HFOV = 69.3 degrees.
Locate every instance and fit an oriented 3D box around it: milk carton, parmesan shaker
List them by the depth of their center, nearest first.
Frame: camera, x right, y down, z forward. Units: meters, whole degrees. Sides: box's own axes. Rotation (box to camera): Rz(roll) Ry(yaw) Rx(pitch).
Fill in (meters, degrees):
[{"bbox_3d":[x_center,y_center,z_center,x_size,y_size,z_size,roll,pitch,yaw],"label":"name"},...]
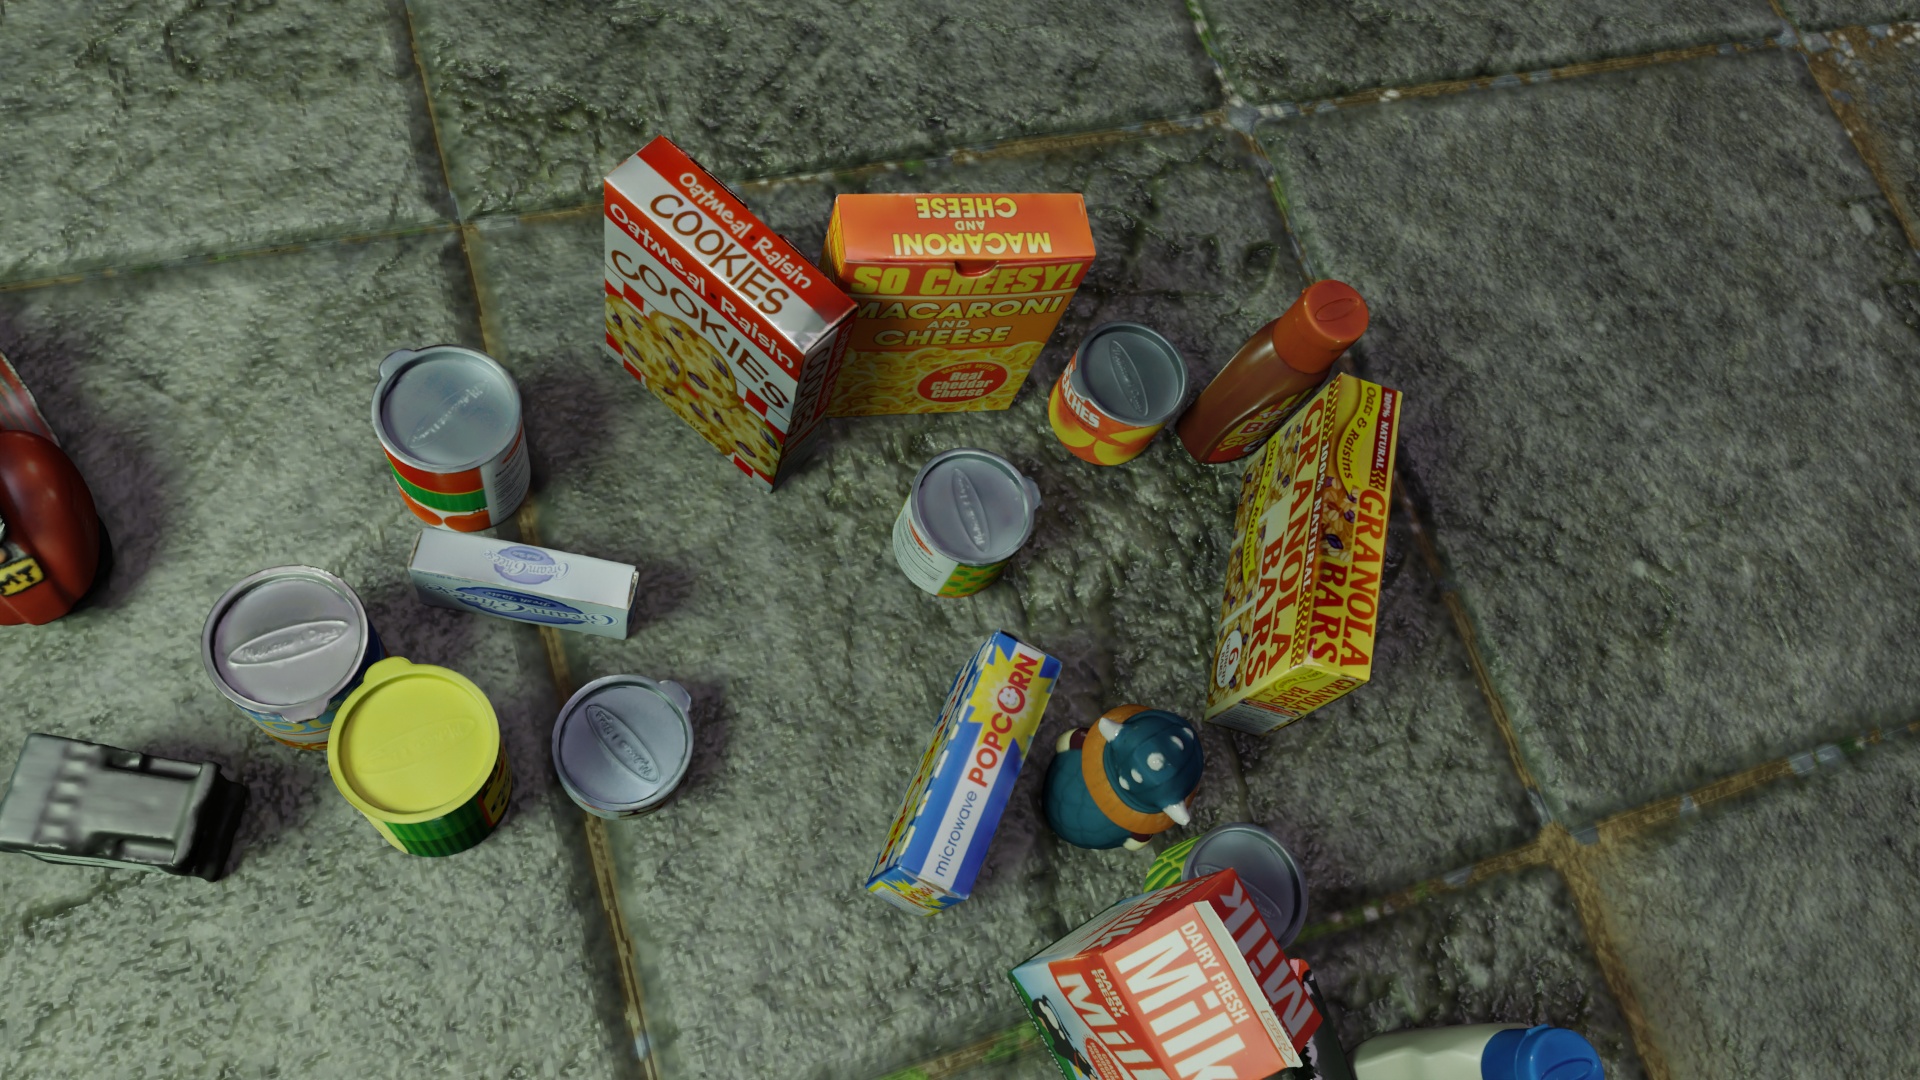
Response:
[{"bbox_3d":[0.090,0.198,0.611,0.074,0.189,0.072,-26,78,-21],"label":"milk carton"},{"bbox_3d":[-0.237,0.098,0.617,0.071,0.102,0.071,5,69,-12],"label":"parmesan shaker"}]

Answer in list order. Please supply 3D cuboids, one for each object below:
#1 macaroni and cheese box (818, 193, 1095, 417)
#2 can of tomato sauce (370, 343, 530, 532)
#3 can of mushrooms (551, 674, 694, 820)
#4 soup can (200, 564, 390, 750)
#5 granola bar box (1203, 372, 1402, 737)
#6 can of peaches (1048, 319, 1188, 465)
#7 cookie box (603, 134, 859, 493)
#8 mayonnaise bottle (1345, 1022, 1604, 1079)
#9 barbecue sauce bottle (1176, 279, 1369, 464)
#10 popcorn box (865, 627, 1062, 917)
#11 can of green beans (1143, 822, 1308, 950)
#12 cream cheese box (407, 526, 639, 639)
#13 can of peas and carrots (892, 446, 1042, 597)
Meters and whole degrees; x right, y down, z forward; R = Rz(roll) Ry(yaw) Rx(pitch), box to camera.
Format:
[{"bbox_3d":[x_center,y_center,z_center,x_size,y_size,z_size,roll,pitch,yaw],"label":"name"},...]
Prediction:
[{"bbox_3d":[-0.014,-0.117,0.721,0.124,0.165,0.040,-4,71,-15],"label":"macaroni and cheese box"},{"bbox_3d":[-0.249,-0.049,0.682,0.071,0.082,0.071,5,69,-12],"label":"can of tomato sauce"},{"bbox_3d":[-0.161,0.099,0.674,0.071,0.033,0.071,5,68,-12],"label":"can of mushrooms"},{"bbox_3d":[-0.296,0.058,0.629,0.071,0.083,0.071,5,69,-12],"label":"soup can"},{"bbox_3d":[0.183,0.011,0.743,0.039,0.123,0.166,17,66,-7],"label":"granola bar box"},{"bbox_3d":[0.087,-0.083,0.792,0.071,0.058,0.071,5,68,-12],"label":"can of peaches"},{"bbox_3d":[-0.119,-0.105,0.690,0.123,0.166,0.040,41,66,4],"label":"cookie box"},{"bbox_3d":[0.239,0.250,0.651,0.065,0.147,0.041,-11,73,-17],"label":"mayonnaise bottle"},{"bbox_3d":[0.174,-0.092,0.768,0.065,0.148,0.044,-22,76,-20],"label":"barbecue sauce bottle"},{"bbox_3d":[0.001,0.115,0.679,0.038,0.085,0.127,26,66,-3],"label":"popcorn box"},{"bbox_3d":[0.132,0.180,0.701,0.071,0.057,0.071,5,68,-12],"label":"can of green beans"},{"bbox_3d":[-0.212,0.022,0.680,0.104,0.053,0.024,11,67,-9],"label":"cream cheese box"},{"bbox_3d":[0.003,-0.009,0.743,0.071,0.058,0.071,5,68,-12],"label":"can of peas and carrots"}]
